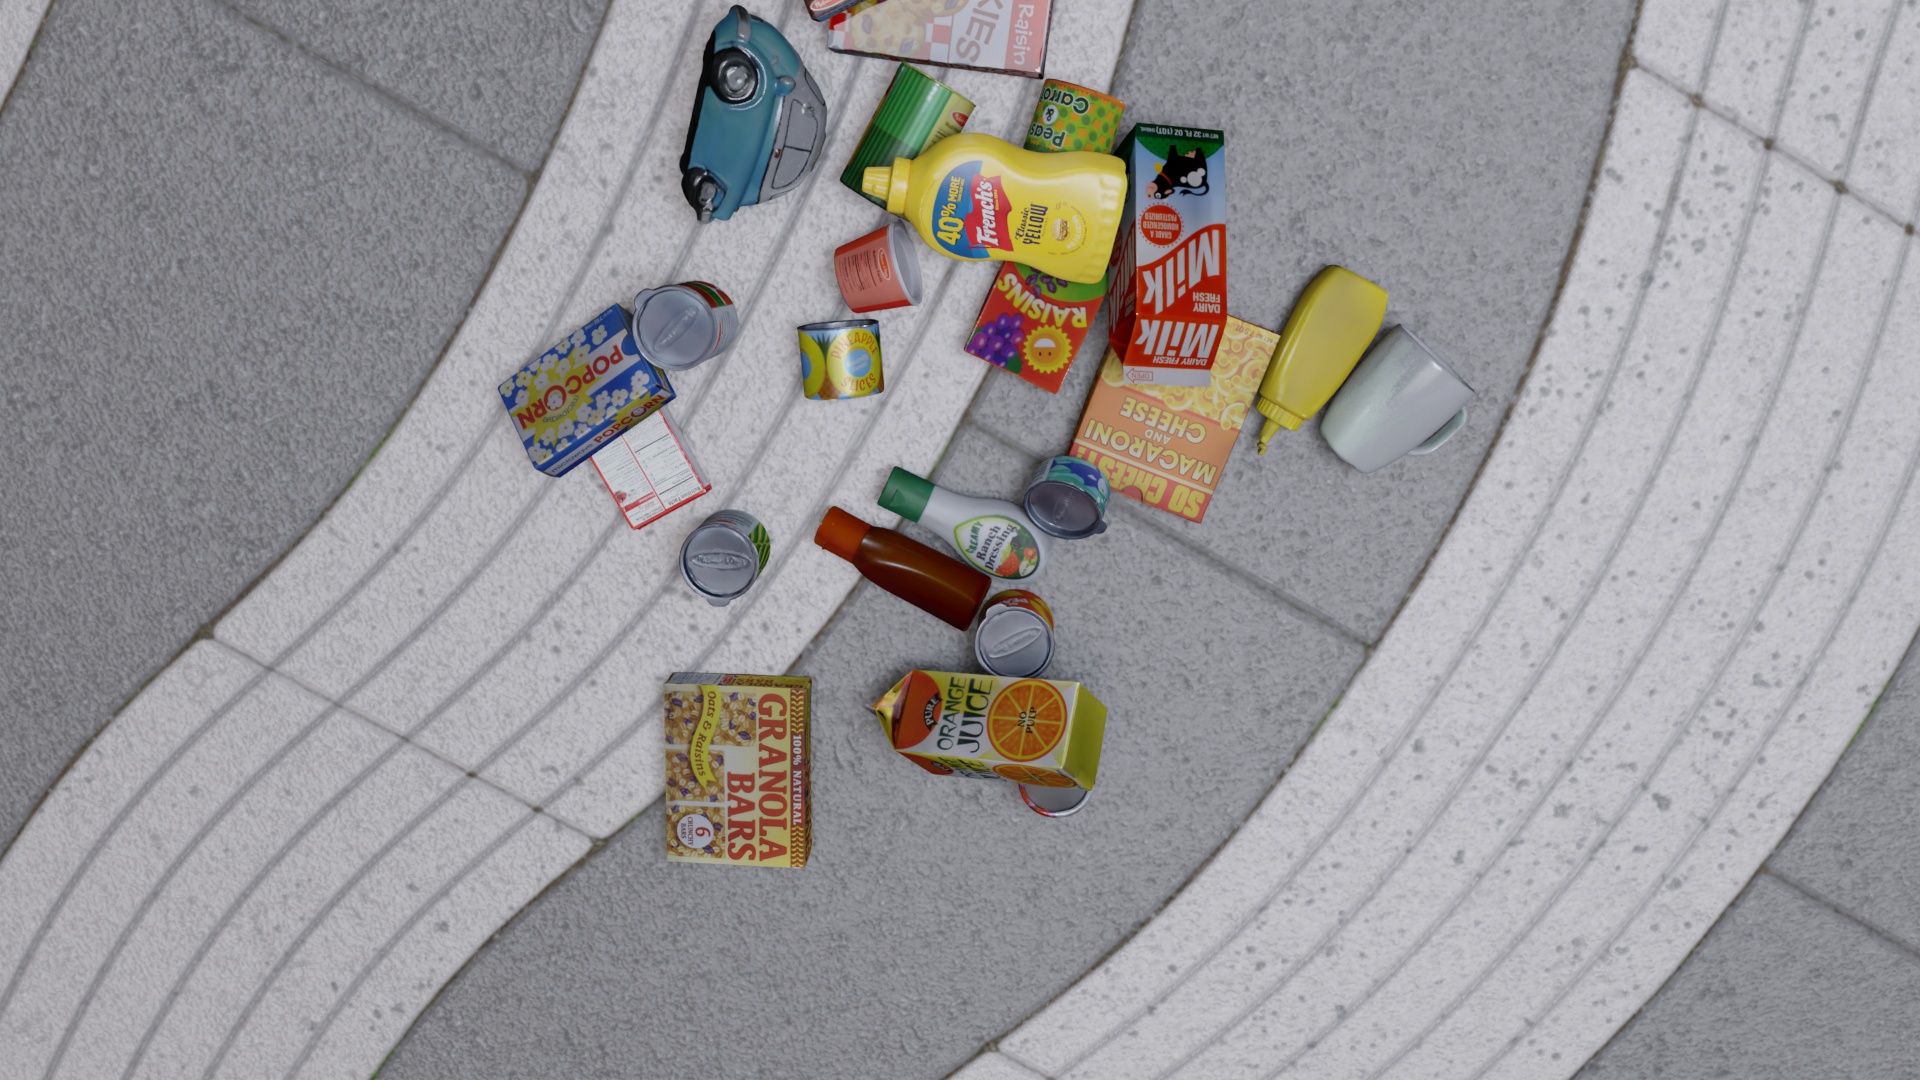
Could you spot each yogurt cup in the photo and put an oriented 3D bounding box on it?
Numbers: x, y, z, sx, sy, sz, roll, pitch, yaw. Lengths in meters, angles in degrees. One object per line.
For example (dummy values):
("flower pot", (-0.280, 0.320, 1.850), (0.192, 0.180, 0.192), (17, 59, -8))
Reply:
("yogurt cup", (-0.066, -0.213, 1.104), (0.054, 0.072, 0.072), (-13, 102, 14))

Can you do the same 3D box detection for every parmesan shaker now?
("parmesan shaker", (-0.043, -0.309, 1.076), (0.071, 0.071, 0.103), (30, 103, -4))

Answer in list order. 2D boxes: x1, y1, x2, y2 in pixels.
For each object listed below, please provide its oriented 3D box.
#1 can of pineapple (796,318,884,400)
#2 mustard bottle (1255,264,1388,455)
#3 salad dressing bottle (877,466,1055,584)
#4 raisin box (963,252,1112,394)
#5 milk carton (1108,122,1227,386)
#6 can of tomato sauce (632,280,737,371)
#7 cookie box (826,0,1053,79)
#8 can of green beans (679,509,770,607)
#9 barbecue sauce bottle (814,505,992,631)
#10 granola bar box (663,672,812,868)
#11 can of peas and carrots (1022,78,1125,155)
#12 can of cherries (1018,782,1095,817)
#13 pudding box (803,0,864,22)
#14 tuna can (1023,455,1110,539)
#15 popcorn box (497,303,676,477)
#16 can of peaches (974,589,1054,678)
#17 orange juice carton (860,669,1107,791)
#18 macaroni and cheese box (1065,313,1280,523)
("can of pineapple", (-0.095, -0.146, 1.117), (0.071, 0.071, 0.057), (-4, 104, 4))
("mustard bottle", (0.277, -0.140, 1.112), (0.065, 0.049, 0.160), (28, 103, -6))
("salad dressing bottle", (0.004, -0.014, 1.154), (0.148, 0.044, 0.064), (25, 113, -3))
("raisin box", (0.066, -0.191, 1.115), (0.086, 0.040, 0.123), (25, 101, -4))
("milk carton", (0.156, -0.210, 1.051), (0.072, 0.073, 0.190), (2, 82, -11))
("can of tomato sauce", (-0.220, -0.174, 1.108), (0.071, 0.083, 0.071), (1, 103, 3))
("cookie box", (-0.011, -0.428, 1.064), (0.167, 0.040, 0.122), (8, 103, 2))
("can of green beans", (-0.196, 0.012, 1.162), (0.071, 0.058, 0.071), (1, 103, 2))
("barbecue sauce bottle", (-0.049, 0.021, 1.160), (0.148, 0.064, 0.044), (28, 59, 3))
("granola bar box", (-0.193, 0.200, 1.215), (0.124, 0.039, 0.165), (2, 103, 3))
("can of peas and carrots", (0.086, -0.318, 1.069), (0.071, 0.071, 0.058), (18, 103, -2))
("can of cherries", (0.079, 0.195, 1.191), (0.071, 0.058, 0.071), (0, 103, 2))
("pudding box", (-0.081, -0.427, 1.032), (0.083, 0.030, 0.049), (-23, 102, 9))
("tuna can", (0.089, -0.034, 1.121), (0.071, 0.033, 0.070), (13, 139, 12))
("popcorn box", (-0.304, -0.121, 1.130), (0.126, 0.038, 0.085), (-33, 70, 9))
("can of peaches", (0.045, 0.077, 1.167), (0.071, 0.058, 0.071), (1, 103, 3))
("orange juice carton", (0.016, 0.155, 1.148), (0.192, 0.071, 0.073), (1, 67, 27))
("macaroni and cheese box", (0.168, -0.112, 1.127), (0.124, 0.040, 0.166), (21, 103, -1))
